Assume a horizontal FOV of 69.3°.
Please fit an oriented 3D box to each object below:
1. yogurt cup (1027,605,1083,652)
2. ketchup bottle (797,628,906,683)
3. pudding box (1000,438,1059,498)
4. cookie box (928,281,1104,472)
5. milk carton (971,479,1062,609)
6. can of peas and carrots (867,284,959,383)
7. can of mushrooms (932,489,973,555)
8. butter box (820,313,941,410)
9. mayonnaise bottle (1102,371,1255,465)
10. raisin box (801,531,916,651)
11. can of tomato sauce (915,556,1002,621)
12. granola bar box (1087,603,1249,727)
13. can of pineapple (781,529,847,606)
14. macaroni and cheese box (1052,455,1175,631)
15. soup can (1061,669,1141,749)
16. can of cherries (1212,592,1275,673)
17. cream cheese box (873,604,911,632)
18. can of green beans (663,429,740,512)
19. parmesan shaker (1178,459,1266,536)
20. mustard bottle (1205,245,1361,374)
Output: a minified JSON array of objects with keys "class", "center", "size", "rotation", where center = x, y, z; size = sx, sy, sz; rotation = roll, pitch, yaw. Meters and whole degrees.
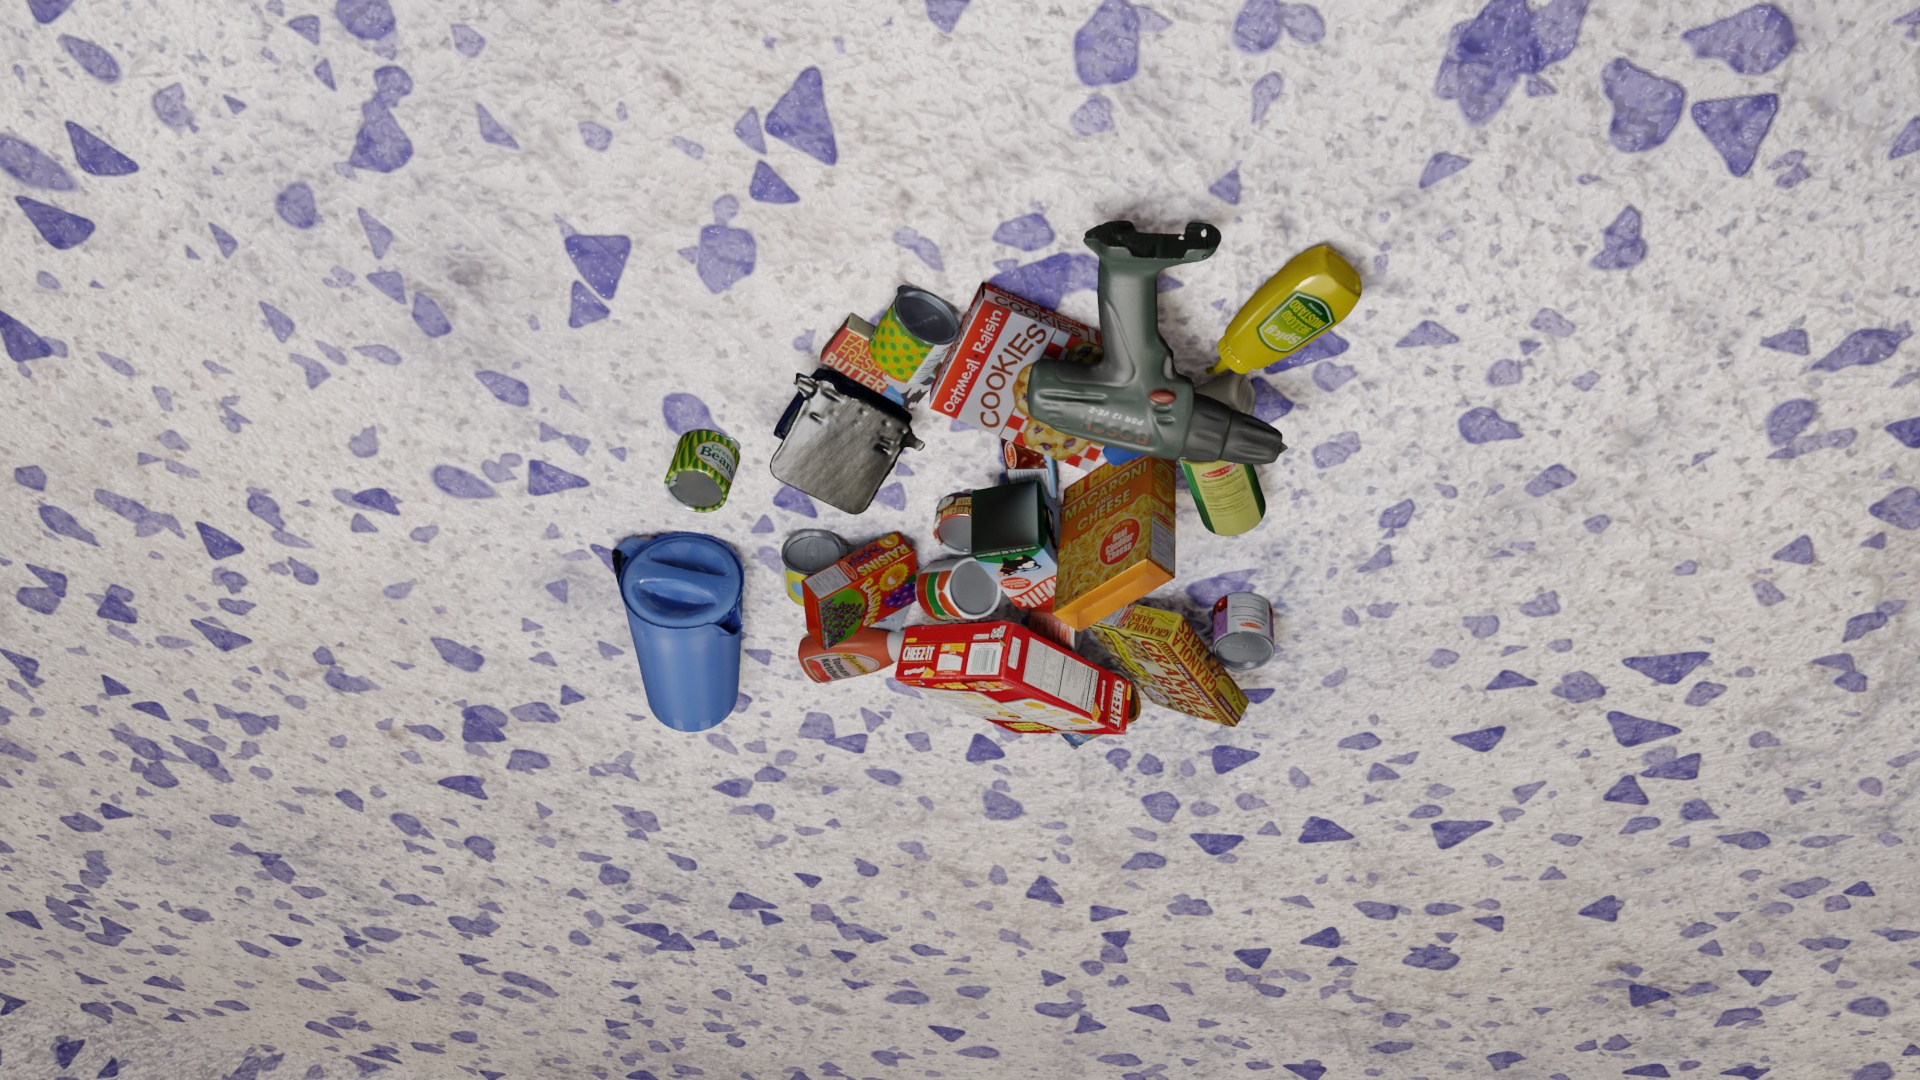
[{"class":"yogurt cup","center":[0.106,0.086,1.523],"size":[0.054,0.073,0.072],"rotation":[7,138,14]},{"class":"ketchup bottle","center":[-0.111,0.129,1.619],"size":[0.148,0.044,0.064],"rotation":[-11,135,20]},{"class":"pudding box","center":[0.070,-0.079,1.377],"size":[0.049,0.030,0.083],"rotation":[0,136,11]},{"class":"cookie box","center":[0.070,-0.149,1.279],"size":[0.167,0.040,0.122],"rotation":[21,122,-12]},{"class":"milk carton","center":[0.076,0.015,1.424],"size":[0.072,0.074,0.190],"rotation":[-9,153,18]},{"class":"can of peas and carrots","center":[-0.045,-0.186,1.259],"size":[0.071,0.071,0.058],"rotation":[25,135,-16]},{"class":"can of mushrooms","center":[0.005,-0.018,1.451],"size":[0.071,0.034,0.070],"rotation":[5,137,5]},{"class":"butter box","center":[-0.075,-0.168,1.312],"size":[0.103,0.024,0.053],"rotation":[27,134,-19]},{"class":"mayonnaise bottle","center":[0.202,-0.110,1.301],"size":[0.147,0.065,0.041],"rotation":[-21,117,33]},{"class":"raisin box","center":[-0.107,0.054,1.491],"size":[0.124,0.040,0.085],"rotation":[-28,142,-23]},{"class":"can of tomato sauce","center":[-0.001,0.054,1.477],"size":[0.071,0.071,0.083],"rotation":[29,165,-20]},{"class":"granola bar box","center":[0.227,0.134,1.527],"size":[0.124,0.039,0.165],"rotation":[11,150,50]},{"class":"can of pineapple","center":[-0.158,0.031,1.506],"size":[0.071,0.071,0.057],"rotation":[6,138,4]},{"class":"macaroni and cheese box","center":[0.150,-0.008,1.338],"size":[0.040,0.167,0.123],"rotation":[36,131,-26]},{"class":"soup can","center":[0.160,0.198,1.625],"size":[0.083,0.072,0.071],"rotation":[-29,125,33]},{"class":"can of cherries","center":[0.305,0.100,1.506],"size":[0.071,0.059,0.071],"rotation":[4,137,4]},{"class":"cream cheese box","center":[-0.109,0.068,1.568],"size":[0.104,0.024,0.053],"rotation":[15,136,-6]},{"class":"can of green beans","center":[-0.265,-0.071,1.423],"size":[0.071,0.058,0.071],"rotation":[5,137,5]},{"class":"parmesan shaker","center":[0.249,-0.061,1.340],"size":[0.071,0.072,0.102],"rotation":[-10,134,20]},{"class":"mustard bottle","center":[0.274,-0.188,1.213],"size":[0.065,0.049,0.159],"rotation":[33,132,-19]}]
